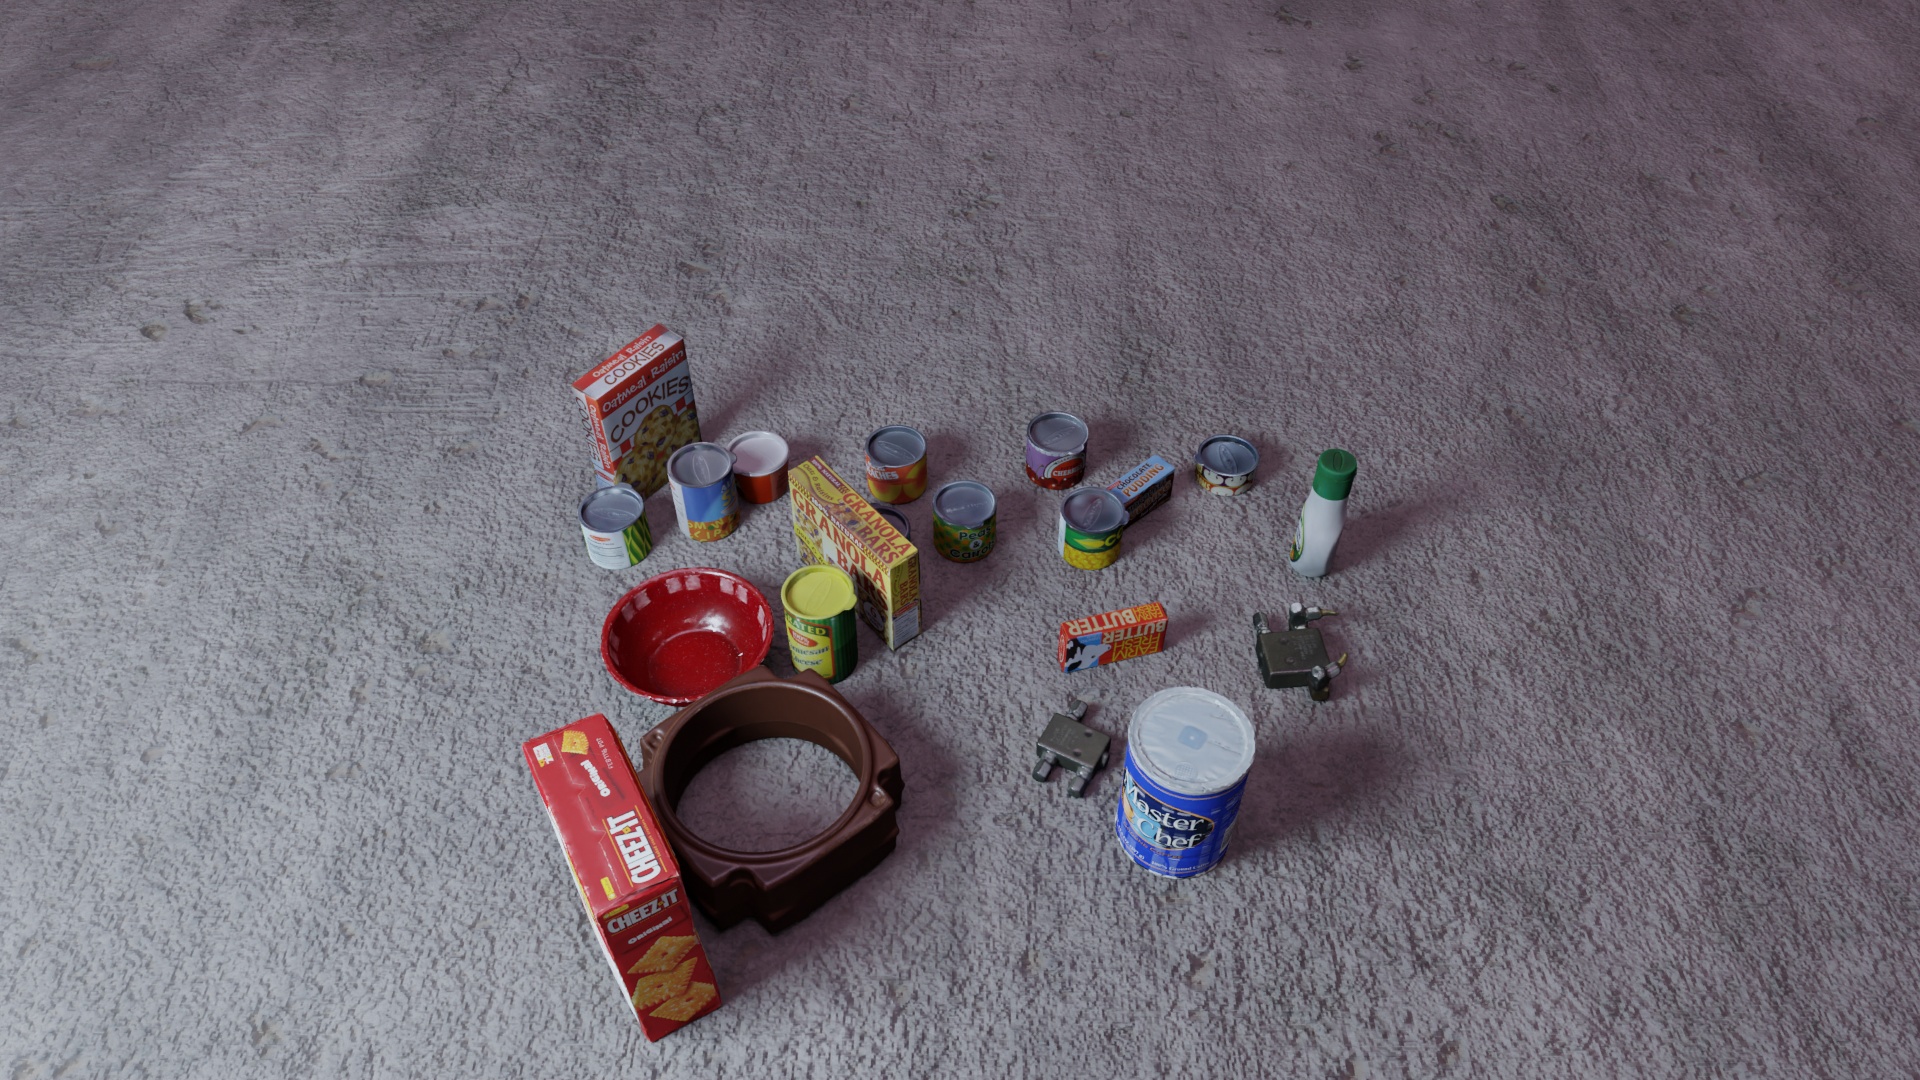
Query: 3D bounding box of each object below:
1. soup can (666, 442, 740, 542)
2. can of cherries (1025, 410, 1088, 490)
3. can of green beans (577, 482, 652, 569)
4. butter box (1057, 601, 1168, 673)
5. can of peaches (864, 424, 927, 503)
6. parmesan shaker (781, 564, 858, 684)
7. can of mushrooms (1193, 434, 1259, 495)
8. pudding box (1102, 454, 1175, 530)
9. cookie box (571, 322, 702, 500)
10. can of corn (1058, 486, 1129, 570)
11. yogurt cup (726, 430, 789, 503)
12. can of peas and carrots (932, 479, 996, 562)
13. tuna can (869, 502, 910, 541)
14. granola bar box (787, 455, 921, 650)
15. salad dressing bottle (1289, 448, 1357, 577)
[{"bbox_3d":[-0.262,-0.050,1.441,0.071,0.083,0.072,0,47,0],"label":"soup can"},{"bbox_3d":[0.105,-0.095,1.502,0.071,0.058,0.072,0,47,0],"label":"can of cherries"},{"bbox_3d":[-0.353,-0.013,1.423,0.071,0.057,0.071,0,47,0],"label":"can of green beans"},{"bbox_3d":[0.145,0.093,1.331,0.104,0.052,0.024,-12,48,-11],"label":"butter box"},{"bbox_3d":[-0.070,-0.080,1.487,0.071,0.057,0.071,0,47,0],"label":"can of peaches"},{"bbox_3d":[-0.128,0.082,1.306,0.071,0.102,0.072,0,47,0],"label":"parmesan shaker"},{"bbox_3d":[0.287,-0.082,1.508,0.071,0.033,0.071,0,47,0],"label":"can of mushrooms"},{"bbox_3d":[0.186,-0.050,1.466,0.084,0.049,0.030,-32,55,-27],"label":"pudding box"},{"bbox_3d":[-0.335,-0.126,1.455,0.040,0.166,0.123,28,53,24],"label":"cookie box"},{"bbox_3d":[0.136,-0.011,1.425,0.071,0.058,0.071,0,47,0],"label":"can of corn"},{"bbox_3d":[-0.215,-0.076,1.486,0.072,0.053,0.073,0,47,0],"label":"yogurt cup"},{"bbox_3d":[0.005,-0.018,1.430,0.071,0.058,0.071,0,47,0],"label":"can of peas and carrots"},{"bbox_3d":[-0.085,-0.003,1.433,0.071,0.032,0.071,0,47,0],"label":"tuna can"},{"bbox_3d":[-0.102,0.011,1.357,0.039,0.123,0.166,-31,54,-26],"label":"granola bar box"},{"bbox_3d":[0.361,-0.027,1.380,0.044,0.146,0.064,11,48,10],"label":"salad dressing bottle"}]
